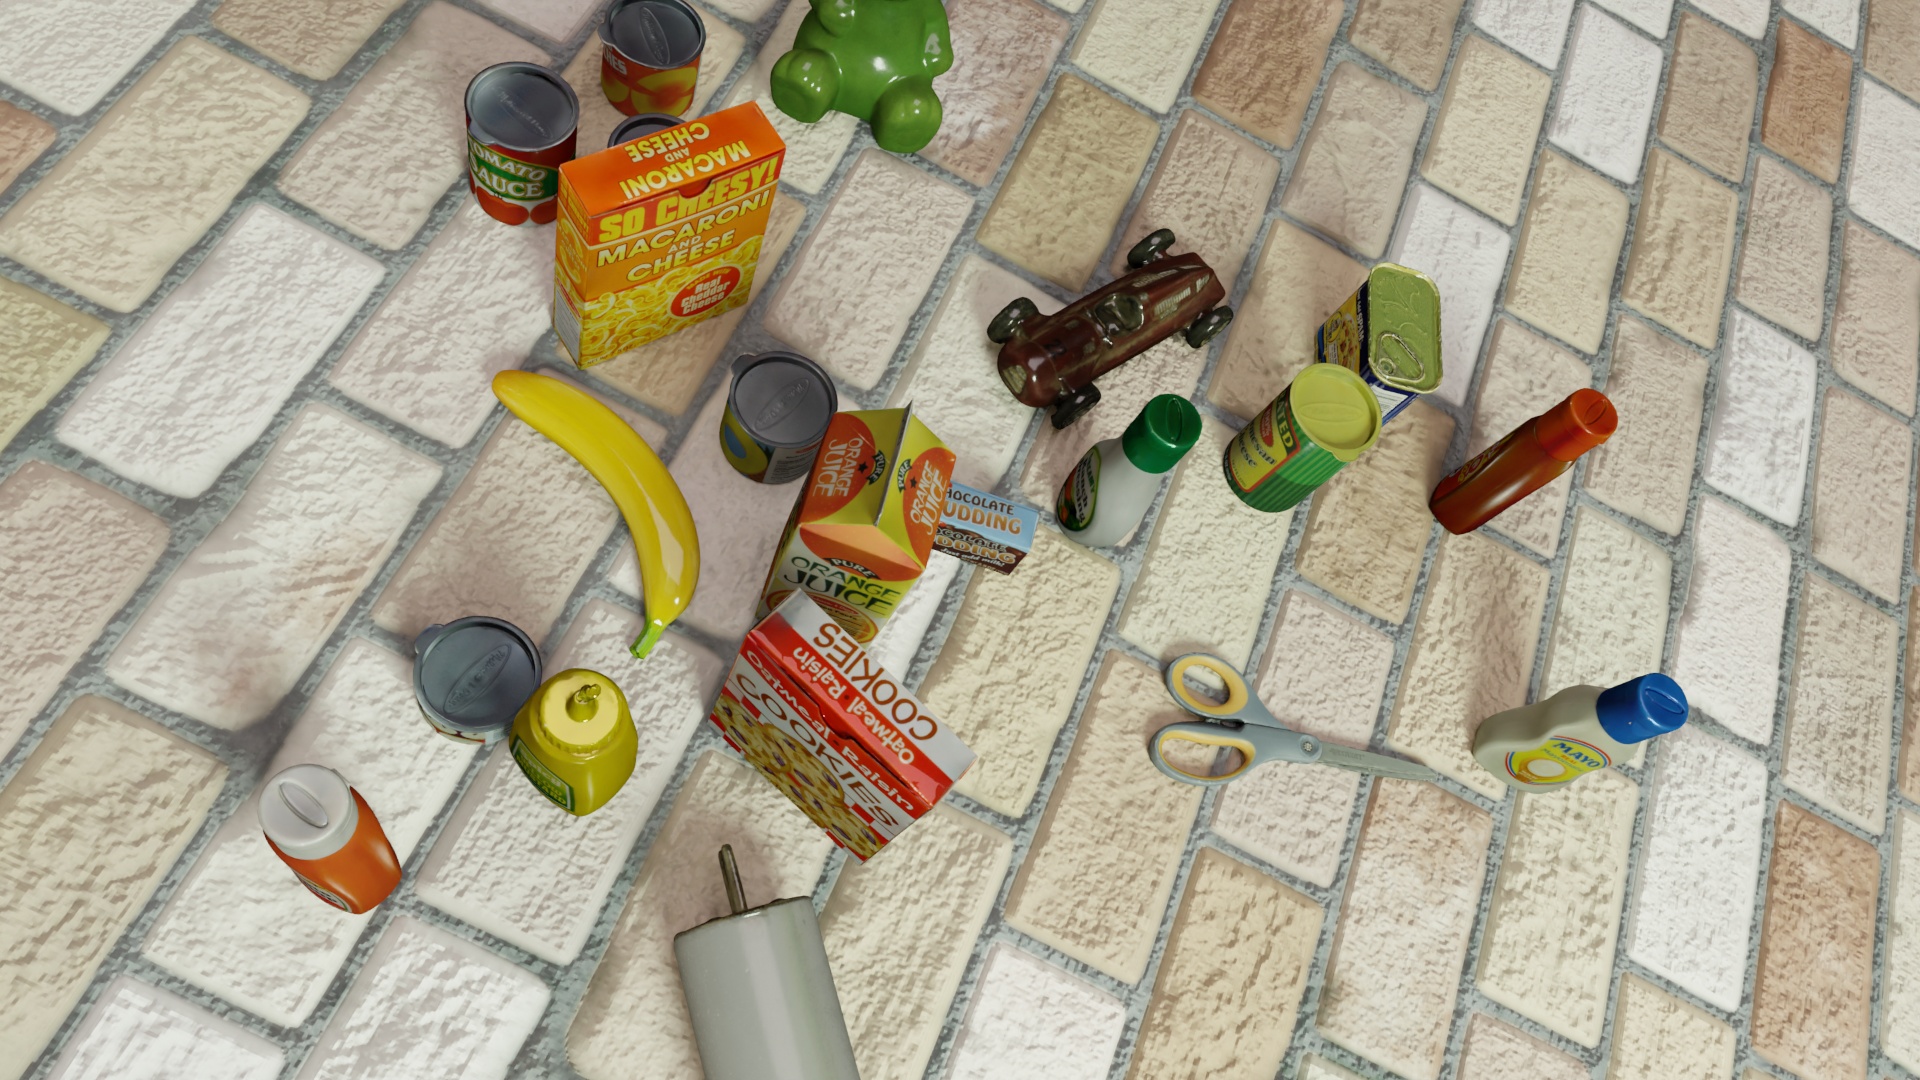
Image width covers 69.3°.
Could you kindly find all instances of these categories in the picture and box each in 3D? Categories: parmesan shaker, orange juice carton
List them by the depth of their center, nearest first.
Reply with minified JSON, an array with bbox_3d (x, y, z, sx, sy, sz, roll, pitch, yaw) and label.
[{"bbox_3d":[-0.058,-0.007,0.775,0.073,0.191,0.072,20,64,-9],"label":"orange juice carton"},{"bbox_3d":[0.229,-0.064,0.941,0.071,0.102,0.071,6,66,-15],"label":"parmesan shaker"}]

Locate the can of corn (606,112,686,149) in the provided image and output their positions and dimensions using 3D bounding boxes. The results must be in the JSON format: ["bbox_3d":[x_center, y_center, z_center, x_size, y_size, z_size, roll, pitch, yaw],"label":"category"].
[{"bbox_3d":[-0.199,-0.231,0.903,0.071,0.058,0.071,6,66,-15],"label":"can of corn"}]

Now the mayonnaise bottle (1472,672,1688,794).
[{"bbox_3d":[0.396,0.122,0.887,0.065,0.147,0.041,29,63,-4],"label":"mayonnaise bottle"}]

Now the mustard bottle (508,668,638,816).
[{"bbox_3d":[-0.196,0.097,0.705,0.065,0.159,0.049,42,62,3],"label":"mustard bottle"}]

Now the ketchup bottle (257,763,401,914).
[{"bbox_3d":[-0.302,0.139,0.660,0.065,0.148,0.044,41,62,2],"label":"ketchup bottle"}]

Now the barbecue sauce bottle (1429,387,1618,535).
[{"bbox_3d":[0.390,-0.055,0.962,0.065,0.148,0.044,-39,84,-27],"label":"barbecue sauce bottle"}]

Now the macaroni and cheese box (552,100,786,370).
[{"bbox_3d":[-0.176,-0.177,0.826,0.124,0.165,0.040,-28,79,-25],"label":"macaroni and cheese box"}]

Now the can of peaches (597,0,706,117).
[{"bbox_3d":[-0.211,-0.327,0.941,0.071,0.057,0.071,6,66,-15],"label":"can of peaches"}]

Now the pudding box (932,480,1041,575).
[{"bbox_3d":[0.003,-0.011,0.877,0.084,0.049,0.030,19,64,-9],"label":"pudding box"}]

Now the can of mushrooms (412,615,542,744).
[{"bbox_3d":[-0.267,0.076,0.764,0.071,0.033,0.071,6,66,-15],"label":"can of mushrooms"}]

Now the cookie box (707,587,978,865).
[{"bbox_3d":[-0.069,0.105,0.738,0.123,0.166,0.040,43,62,3],"label":"cookie box"}]

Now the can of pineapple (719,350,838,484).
[{"bbox_3d":[-0.115,-0.077,0.864,0.071,0.057,0.071,6,66,-15],"label":"can of pineapple"}]

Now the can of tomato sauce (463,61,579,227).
[{"bbox_3d":[-0.276,-0.245,0.871,0.071,0.082,0.071,6,66,-15],"label":"can of tomato sauce"}]

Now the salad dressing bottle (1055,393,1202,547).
[{"bbox_3d":[0.104,-0.043,0.867,0.044,0.147,0.064,9,66,-14],"label":"salad dressing bottle"}]
